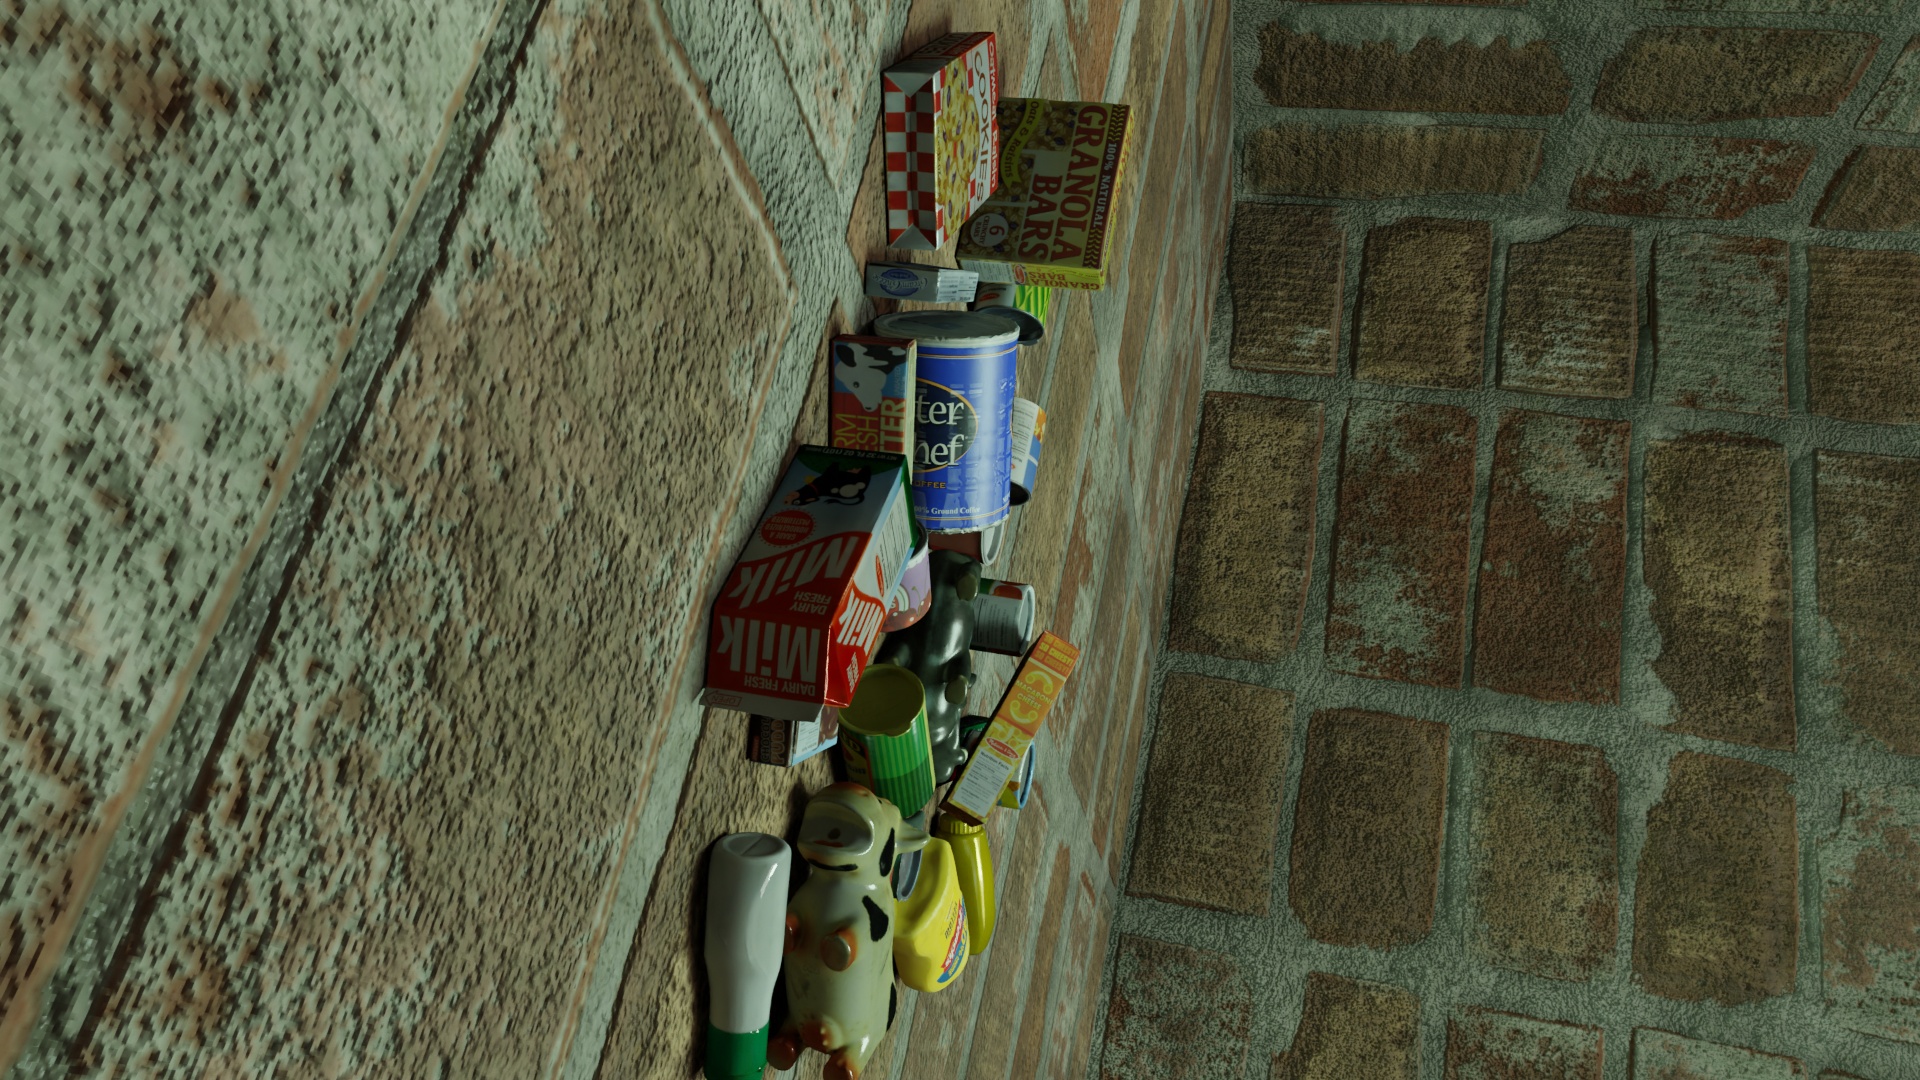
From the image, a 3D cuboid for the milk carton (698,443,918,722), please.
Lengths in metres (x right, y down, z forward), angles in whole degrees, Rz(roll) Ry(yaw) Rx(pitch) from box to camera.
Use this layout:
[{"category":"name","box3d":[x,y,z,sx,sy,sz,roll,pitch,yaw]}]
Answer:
[{"category":"milk carton","box3d":[-0.087,0.031,0.823,0.192,0.072,0.073,-70,161,-45]}]

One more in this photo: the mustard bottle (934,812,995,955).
[{"category":"mustard bottle","box3d":[0.001,0.311,1.325,0.049,0.065,0.160,-14,106,-71]}]

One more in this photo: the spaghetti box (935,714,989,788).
[{"category":"spaghetti box","box3d":[-0.007,0.196,1.305,0.250,0.029,0.050,15,83,-75]}]

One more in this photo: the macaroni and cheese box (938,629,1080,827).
[{"category":"macaroni and cheese box","box3d":[0.041,0.166,1.204,0.167,0.040,0.123,-59,177,-13]}]

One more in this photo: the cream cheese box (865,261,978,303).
[{"category":"cream cheese box","box3d":[-0.026,-0.185,0.994,0.104,0.053,0.024,-33,131,-71]}]

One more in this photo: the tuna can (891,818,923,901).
[{"category":"tuna can","box3d":[-0.056,0.261,1.136,0.071,0.033,0.071,5,91,-76]}]

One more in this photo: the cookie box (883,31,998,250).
[{"category":"cookie box","box3d":[-0.010,-0.299,1.026,0.168,0.040,0.122,-60,153,-57]}]

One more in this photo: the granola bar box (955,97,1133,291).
[{"category":"granola bar box","box3d":[0.074,-0.299,1.187,0.039,0.124,0.166,64,35,-67]}]

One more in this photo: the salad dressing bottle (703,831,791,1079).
[{"category":"salad dressing bottle","box3d":[-0.129,0.250,0.825,0.064,0.044,0.147,-30,127,-75]}]

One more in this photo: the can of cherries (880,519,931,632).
[{"category":"can of cherries","box3d":[-0.055,0.023,0.957,0.072,0.071,0.058,-65,159,-50]}]

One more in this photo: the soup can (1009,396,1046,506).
[{"category":"soup can","box3d":[0.040,-0.081,1.280,0.071,0.071,0.084,66,34,-64]}]

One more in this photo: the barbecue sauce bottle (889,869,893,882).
[{"category":"barbecue sauce bottle","box3d":[-0.079,0.303,1.046,0.065,0.044,0.148,42,56,-72]}]

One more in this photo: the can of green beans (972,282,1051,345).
[{"category":"can of green beans","box3d":[0.047,-0.217,1.239,0.071,0.071,0.058,63,36,-66]}]

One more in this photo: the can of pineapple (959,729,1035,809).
[{"category":"can of pineapple","box3d":[0.035,0.214,1.293,0.071,0.058,0.071,7,91,-76]}]

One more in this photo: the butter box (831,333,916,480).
[{"category":"butter box","box3d":[-0.058,-0.083,0.920,0.024,0.053,0.103,-54,149,-68]}]

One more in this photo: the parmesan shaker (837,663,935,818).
[{"category":"parmesan shaker","box3d":[-0.054,0.151,1.016,0.072,0.071,0.102,-68,160,-45]}]

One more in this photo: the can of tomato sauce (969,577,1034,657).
[{"category":"can of tomato sauce","box3d":[0.019,0.065,1.230,0.071,0.083,0.071,6,91,-75]}]

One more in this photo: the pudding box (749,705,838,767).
[{"category":"pudding box","box3d":[-0.103,0.112,0.883,0.084,0.030,0.049,-9,104,-75]}]

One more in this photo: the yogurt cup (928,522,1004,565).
[{"category":"yogurt cup","box3d":[0.004,-0.015,1.193,0.072,0.054,0.072,6,91,-76]}]
